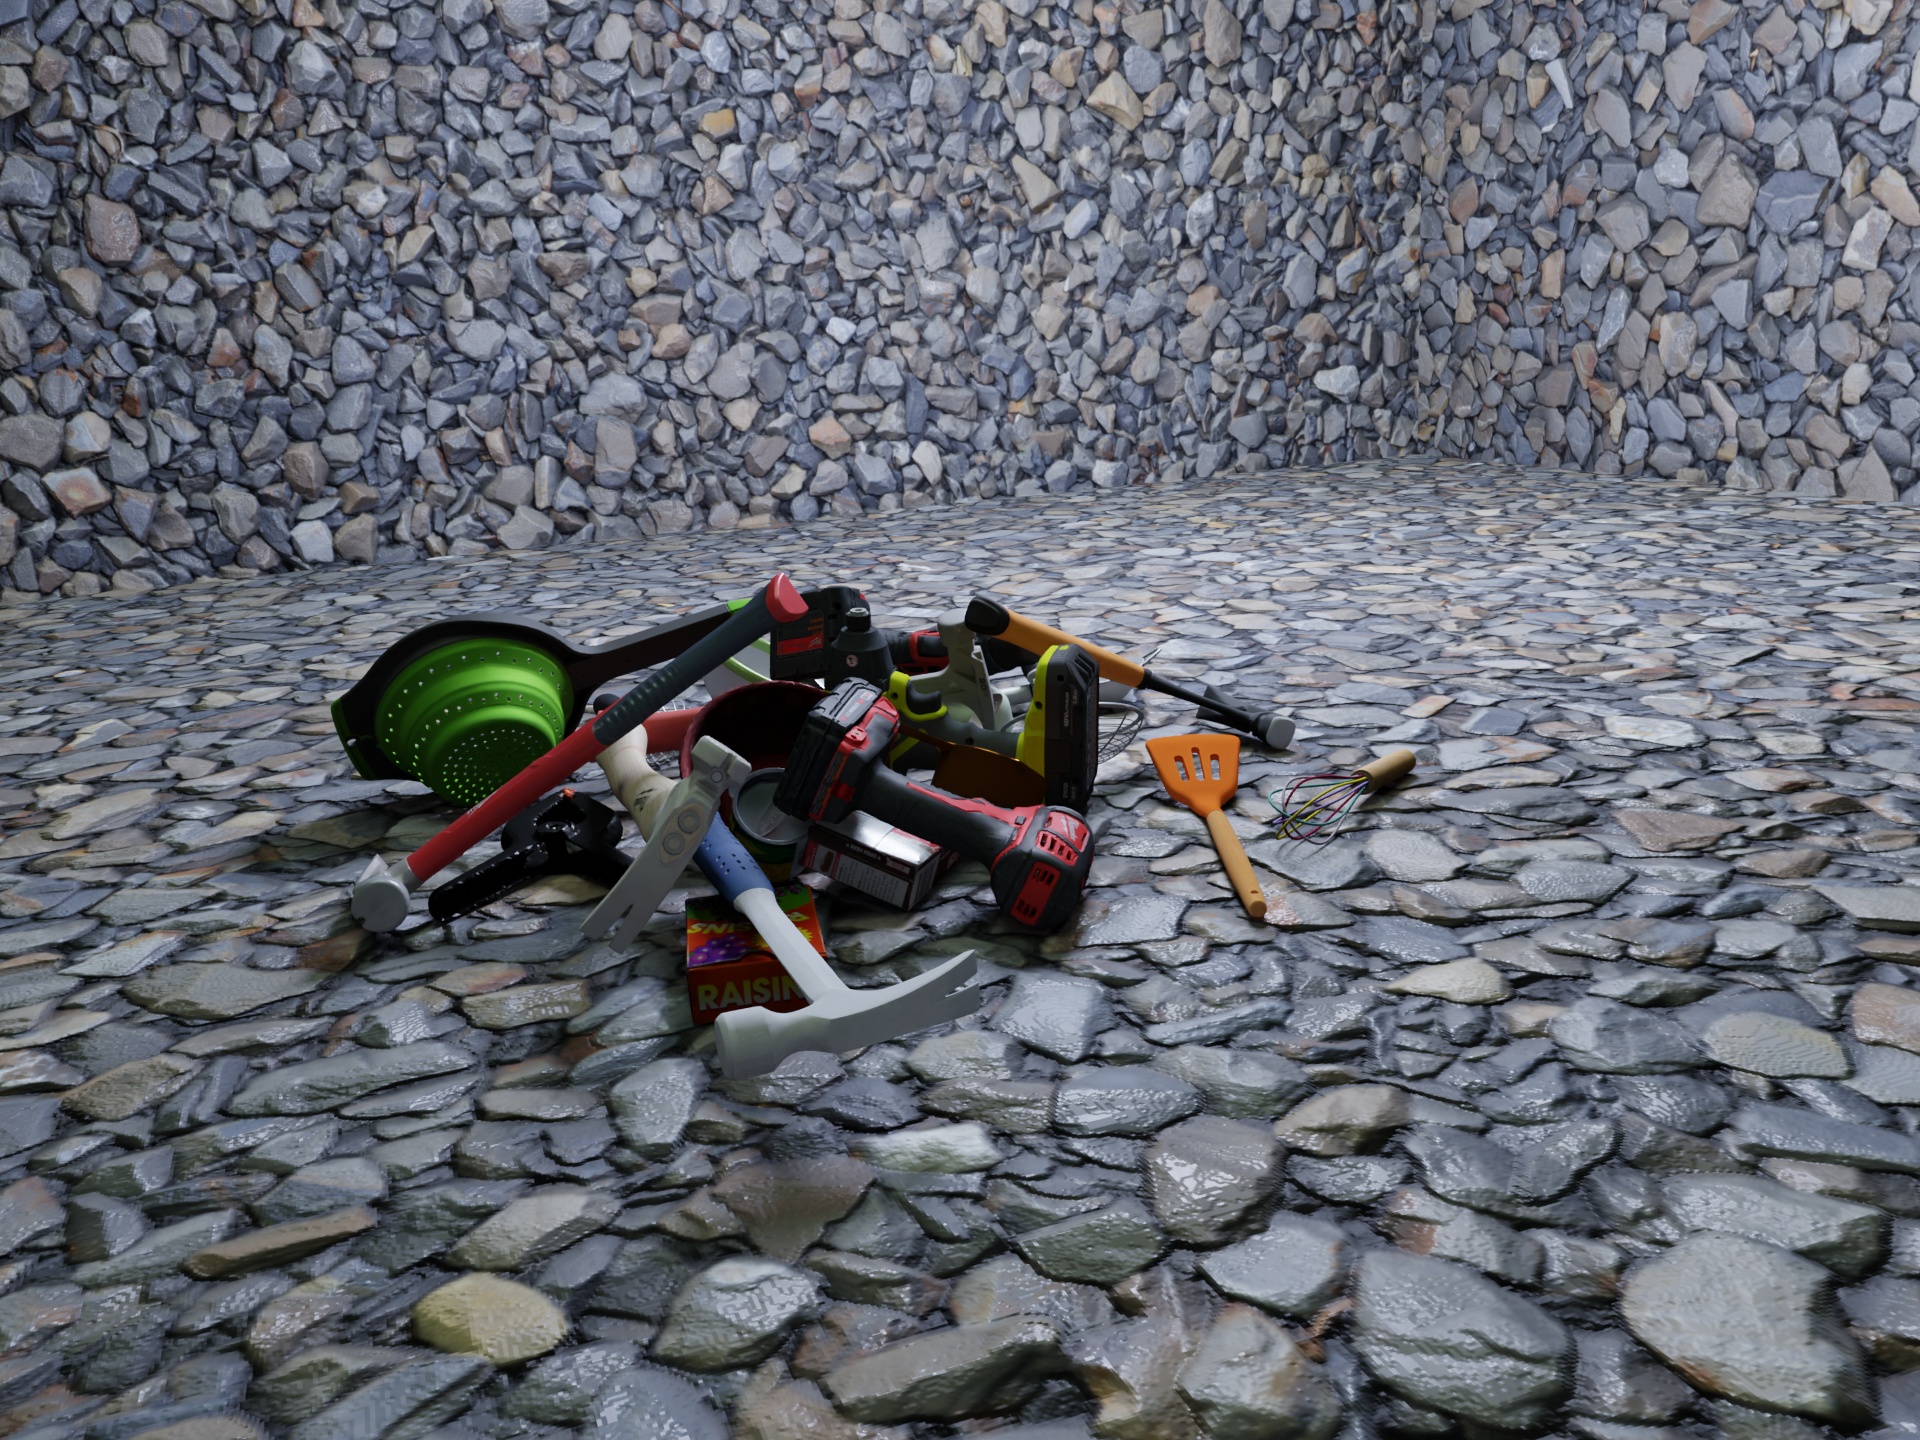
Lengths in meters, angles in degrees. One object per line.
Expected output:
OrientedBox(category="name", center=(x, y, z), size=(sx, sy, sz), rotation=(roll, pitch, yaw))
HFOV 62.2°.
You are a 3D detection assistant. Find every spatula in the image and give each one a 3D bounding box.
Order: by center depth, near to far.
OrientedBox(category="spatula", center=(0.198, 0.074, 1.210), size=(0.081, 0.041, 0.323), rotation=(-3, 15, 1))

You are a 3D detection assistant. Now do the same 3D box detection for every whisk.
OrientedBox(category="whisk", center=(0.307, 0.055, 1.265), size=(0.051, 0.047, 0.245), rotation=(21, 21, 31))
OrientedBox(category="whisk", center=(-0.329, -0.002, 1.608), size=(0.070, 0.070, 0.285), rotation=(-11, 12, -26))

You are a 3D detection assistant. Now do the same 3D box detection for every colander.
OrientedBox(category="colander", center=(-0.350, -0.016, 1.433), size=(0.397, 0.204, 0.095), rotation=(-20, 50, -15))

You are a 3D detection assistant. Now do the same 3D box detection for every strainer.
OrientedBox(category="strainer", center=(-0.186, -0.008, 1.598), size=(0.151, 0.069, 0.257), rotation=(20, 17, -37))
OrientedBox(category="strainer", center=(0.085, -0.029, 1.640), size=(0.258, 0.050, 0.087), rotation=(-10, 13, -3))

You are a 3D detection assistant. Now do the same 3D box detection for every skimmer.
OrientedBox(category="skimmer", center=(0.084, -0.045, 1.523), size=(0.127, 0.090, 0.364), rotation=(-6, 24, -4))

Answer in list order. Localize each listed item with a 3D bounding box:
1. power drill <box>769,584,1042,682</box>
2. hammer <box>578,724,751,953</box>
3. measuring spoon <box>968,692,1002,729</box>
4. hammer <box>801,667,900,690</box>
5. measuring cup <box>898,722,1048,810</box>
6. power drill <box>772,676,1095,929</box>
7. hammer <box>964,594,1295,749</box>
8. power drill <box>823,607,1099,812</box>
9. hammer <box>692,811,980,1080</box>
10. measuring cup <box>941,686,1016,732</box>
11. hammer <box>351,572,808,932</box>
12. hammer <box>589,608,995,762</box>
OrientedBox(category="power drill", center=(-0.045, -0.072, 1.486), size=(0.226, 0.080, 0.188), rotation=(4, -7, -41))
OrientedBox(category="hammer", center=(-0.243, 0.058, 1.182), size=(0.038, 0.146, 0.411), rotation=(35, -5, -18))
OrientedBox(category="measuring spoon", center=(0.016, 0.012, 1.477), size=(0.034, 0.018, 0.124), rotation=(1, 33, 24))
OrientedBox(category="hammer", center=(-0.098, -0.037, 1.663), size=(0.128, 0.033, 0.331), rotation=(29, 12, 1))
OrientedBox(category="measuring cup", center=(-0.017, 0.043, 1.216), size=(0.173, 0.052, 0.095), rotation=(24, -16, -20))
OrientedBox(category="power drill", center=(-0.008, 0.059, 1.119), size=(0.219, 0.078, 0.143), rotation=(27, 20, 4))
OrientedBox(category="hammer", center=(0.141, -0.046, 1.412), size=(0.336, 0.034, 0.127), rotation=(19, 4, -32))
OrientedBox(category="power drill", center=(-0.002, -0.004, 1.310), size=(0.223, 0.171, 0.080), rotation=(4, 19, 13))
OrientedBox(category="hammer", center=(-0.118, 0.114, 0.978), size=(0.144, 0.035, 0.406), rotation=(-9, 15, -19))
OrientedBox(category="measuring cup", center=(0.010, -0.027, 1.585), size=(0.083, 0.038, 0.168), rotation=(-8, 27, 2))
OrientedBox(category="hammer", center=(-0.280, 0.016, 1.183), size=(0.386, 0.038, 0.143), rotation=(-37, 14, -10))
OrientedBox(category="hammer", center=(-0.150, 0.001, 1.394), size=(0.359, 0.149, 0.037), rotation=(-10, 30, 4))
